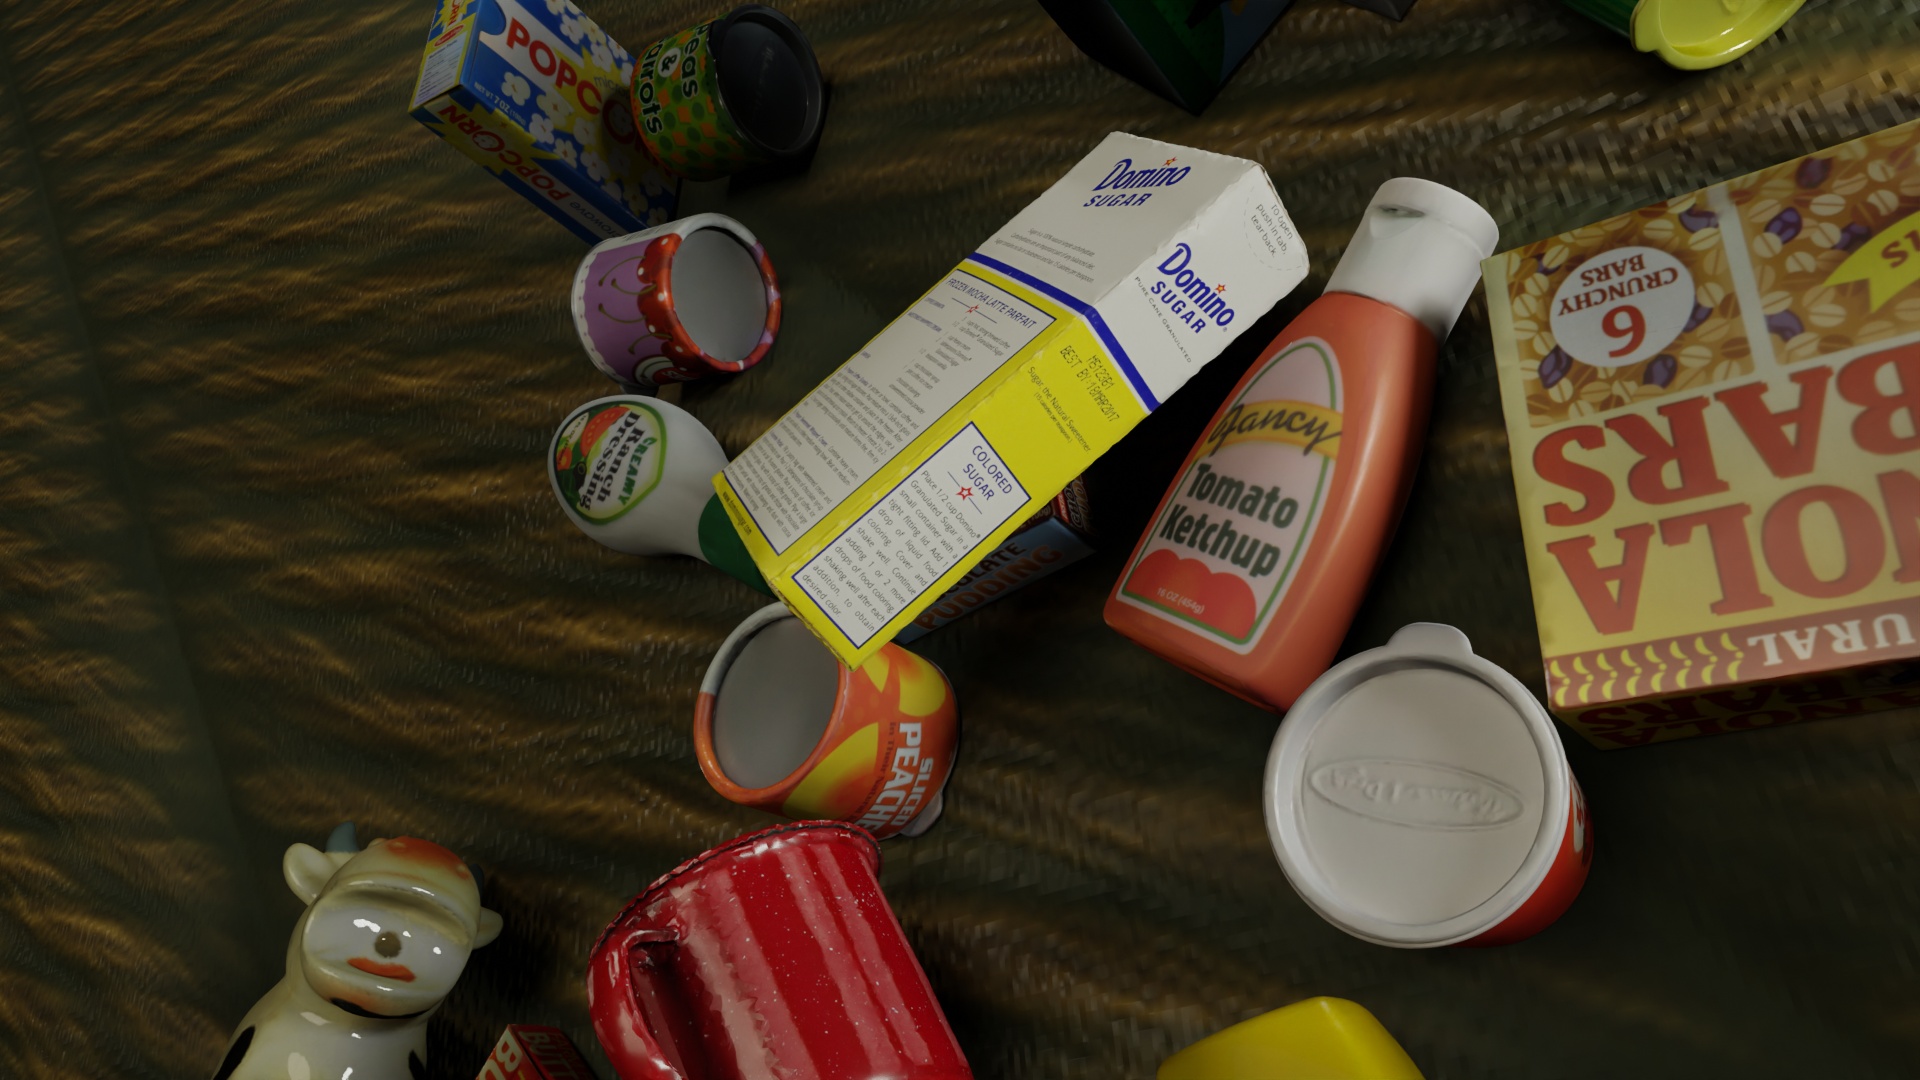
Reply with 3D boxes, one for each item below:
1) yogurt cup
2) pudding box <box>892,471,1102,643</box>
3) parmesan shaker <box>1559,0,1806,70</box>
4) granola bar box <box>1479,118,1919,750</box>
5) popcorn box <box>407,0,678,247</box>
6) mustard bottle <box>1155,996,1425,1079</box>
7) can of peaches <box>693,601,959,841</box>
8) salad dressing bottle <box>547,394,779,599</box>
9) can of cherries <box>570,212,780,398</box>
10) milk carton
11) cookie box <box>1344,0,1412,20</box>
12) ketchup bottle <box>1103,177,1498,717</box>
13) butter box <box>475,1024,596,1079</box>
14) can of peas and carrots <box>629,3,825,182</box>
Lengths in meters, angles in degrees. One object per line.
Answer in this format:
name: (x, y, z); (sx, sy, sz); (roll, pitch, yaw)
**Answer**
yogurt cup: (0.112, 0.063, 0.324); (0.072, 0.054, 0.072); (-18, 59, 32)
pudding box: (0.002, -0.006, 0.464); (0.083, 0.030, 0.050); (-27, 53, 26)
parmesan shaker: (0.179, -0.182, 0.384); (0.071, 0.071, 0.103); (-44, 48, 13)
granola bar box: (0.210, -0.029, 0.303); (0.165, 0.039, 0.124); (-15, 61, 32)
popcorn box: (-0.185, -0.199, 0.643); (0.038, 0.126, 0.085); (-11, 62, 30)
mustard bottle: (0.090, 0.182, 0.287); (0.065, 0.048, 0.161); (-31, 53, 22)
can of peaches: (-0.042, 0.060, 0.447); (0.071, 0.058, 0.071); (-18, 58, 31)
salad dressing bottle: (-0.108, -0.017, 0.547); (0.148, 0.044, 0.064); (23, 83, 43)
can of cherries: (-0.117, -0.097, 0.582); (0.058, 0.071, 0.072); (-4, 66, 36)
milk carton: (0.106, -0.252, 0.475); (0.190, 0.073, 0.072); (-50, 47, 7)
cookie box: (0.123, -0.254, 0.397); (0.123, 0.167, 0.040); (-52, 48, 7)
ketchup bottle: (0.100, -0.028, 0.388); (0.065, 0.043, 0.149); (25, 84, 48)
butter box: (-0.164, 0.227, 0.483); (0.053, 0.024, 0.103); (30, 89, 44)
can of peas and carrots: (-0.105, -0.198, 0.617); (0.058, 0.071, 0.071); (-3, 67, 38)
